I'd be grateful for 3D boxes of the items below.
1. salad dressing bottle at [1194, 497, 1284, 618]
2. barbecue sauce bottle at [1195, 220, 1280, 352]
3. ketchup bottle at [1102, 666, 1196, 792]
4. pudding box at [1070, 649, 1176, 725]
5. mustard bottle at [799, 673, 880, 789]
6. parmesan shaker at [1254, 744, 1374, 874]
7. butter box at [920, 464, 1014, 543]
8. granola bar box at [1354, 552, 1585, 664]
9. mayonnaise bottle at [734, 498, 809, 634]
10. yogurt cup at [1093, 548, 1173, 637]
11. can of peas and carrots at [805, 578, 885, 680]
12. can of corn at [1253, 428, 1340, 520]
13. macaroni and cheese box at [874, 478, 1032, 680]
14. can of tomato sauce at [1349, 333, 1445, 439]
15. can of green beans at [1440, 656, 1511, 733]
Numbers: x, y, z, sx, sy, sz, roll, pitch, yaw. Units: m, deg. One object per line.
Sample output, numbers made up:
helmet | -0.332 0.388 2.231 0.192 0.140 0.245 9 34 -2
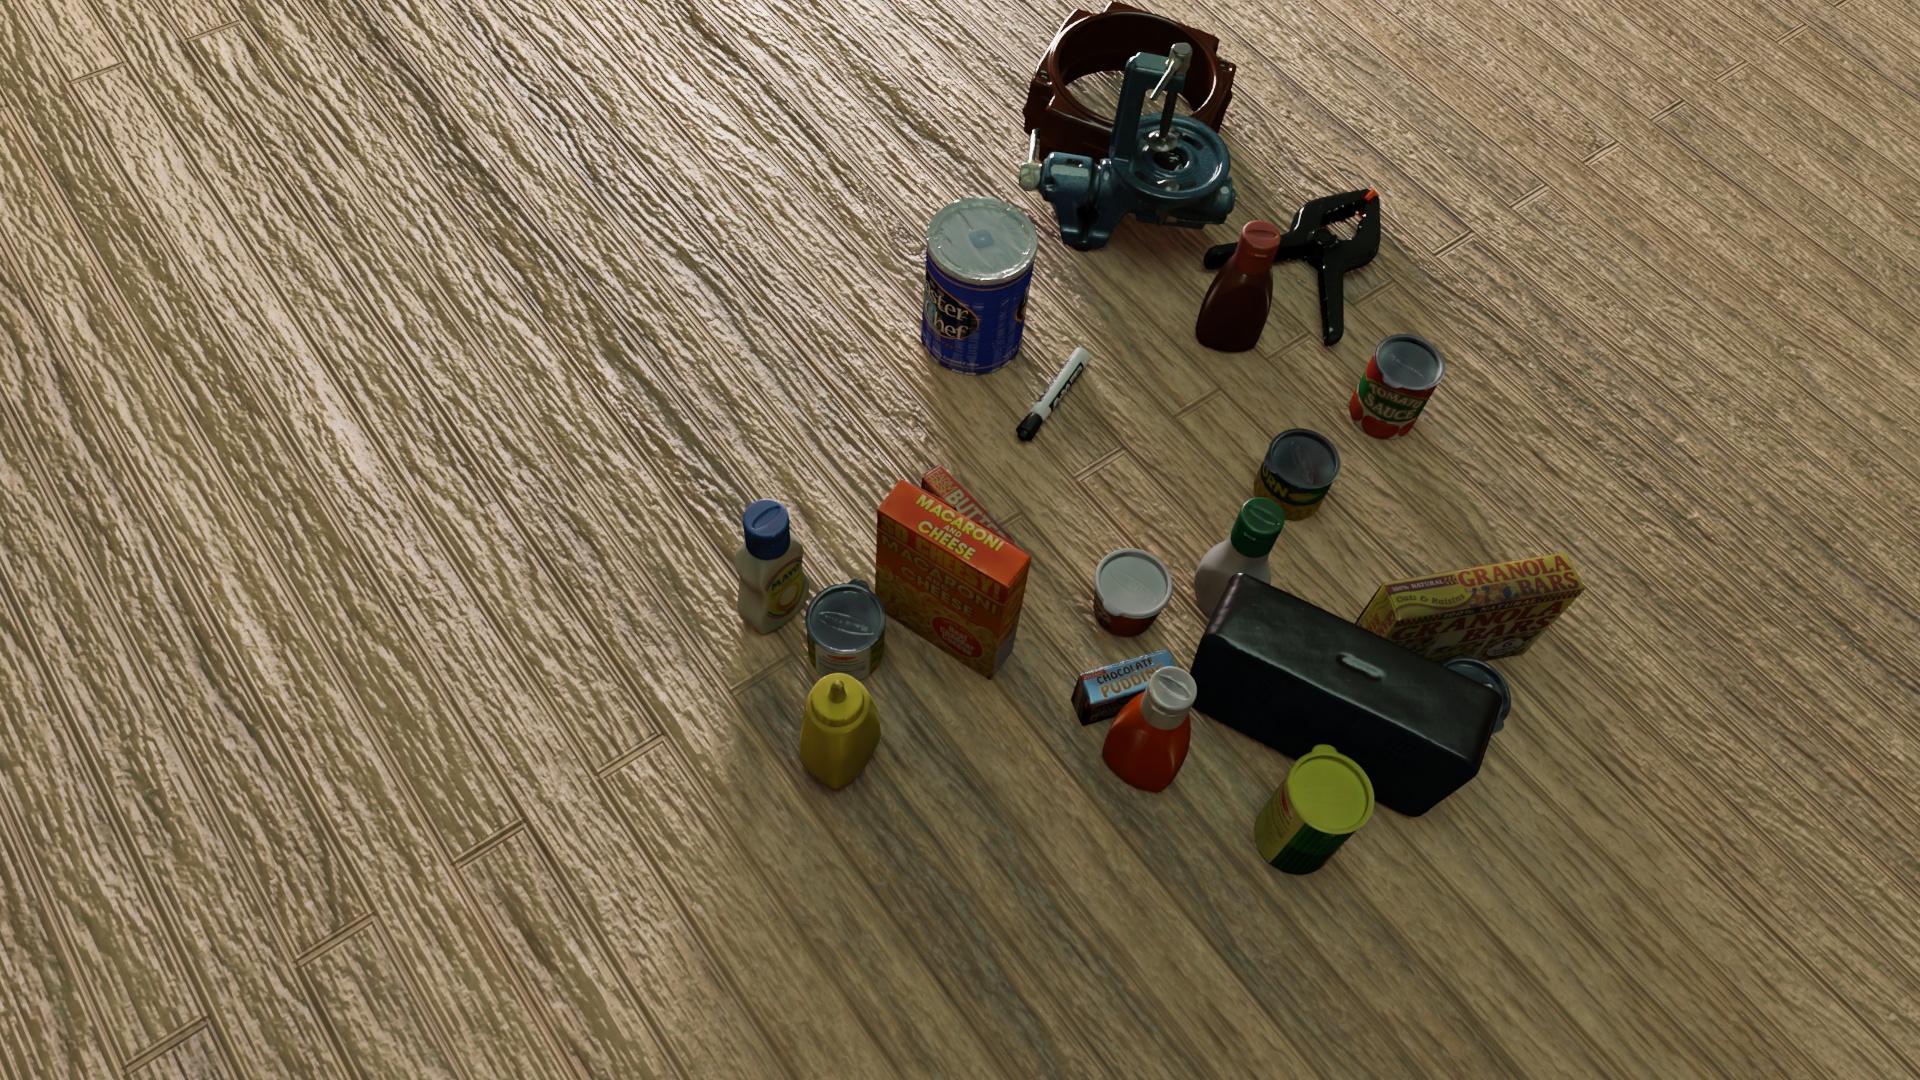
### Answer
salad dressing bottle | 0.238 0.018 1.176 0.064 0.147 0.044 32 62 14
barbecue sauce bottle | 0.272 -0.243 1.336 0.065 0.147 0.044 6 59 -1
ketchup bottle | 0.152 0.147 1.090 0.065 0.148 0.044 32 62 14
pudding box | 0.138 0.123 1.161 0.084 0.049 0.030 -14 61 -13
mustard bottle | -0.093 0.139 1.069 0.049 0.159 0.065 34 62 15
parmesan shaker | 0.275 0.212 1.087 0.071 0.102 0.071 2 59 -3
butter box | 0.004 -0.015 1.232 0.024 0.053 0.104 -35 67 -22
granola bar box | 0.420 0.066 1.175 0.166 0.123 0.039 -9 60 -10
mayonnaise bottle | -0.156 0.020 1.143 0.041 0.147 0.065 40 64 18
yogurt cup | 0.146 0.048 1.205 0.072 0.053 0.073 2 59 -3
can of peas and carrots | -0.096 0.076 1.166 0.071 0.058 0.071 2 59 -3
can of corn | 0.307 -0.060 1.280 0.071 0.058 0.071 2 59 -3
macaroni and cheese box | -0.010 0.034 1.135 0.124 0.165 0.040 31 62 14
can of tomato sauce | 0.415 -0.144 1.326 0.071 0.082 0.071 2 59 -3
can of green beans | 0.420 0.139 1.169 0.071 0.057 0.071 2 59 -3
